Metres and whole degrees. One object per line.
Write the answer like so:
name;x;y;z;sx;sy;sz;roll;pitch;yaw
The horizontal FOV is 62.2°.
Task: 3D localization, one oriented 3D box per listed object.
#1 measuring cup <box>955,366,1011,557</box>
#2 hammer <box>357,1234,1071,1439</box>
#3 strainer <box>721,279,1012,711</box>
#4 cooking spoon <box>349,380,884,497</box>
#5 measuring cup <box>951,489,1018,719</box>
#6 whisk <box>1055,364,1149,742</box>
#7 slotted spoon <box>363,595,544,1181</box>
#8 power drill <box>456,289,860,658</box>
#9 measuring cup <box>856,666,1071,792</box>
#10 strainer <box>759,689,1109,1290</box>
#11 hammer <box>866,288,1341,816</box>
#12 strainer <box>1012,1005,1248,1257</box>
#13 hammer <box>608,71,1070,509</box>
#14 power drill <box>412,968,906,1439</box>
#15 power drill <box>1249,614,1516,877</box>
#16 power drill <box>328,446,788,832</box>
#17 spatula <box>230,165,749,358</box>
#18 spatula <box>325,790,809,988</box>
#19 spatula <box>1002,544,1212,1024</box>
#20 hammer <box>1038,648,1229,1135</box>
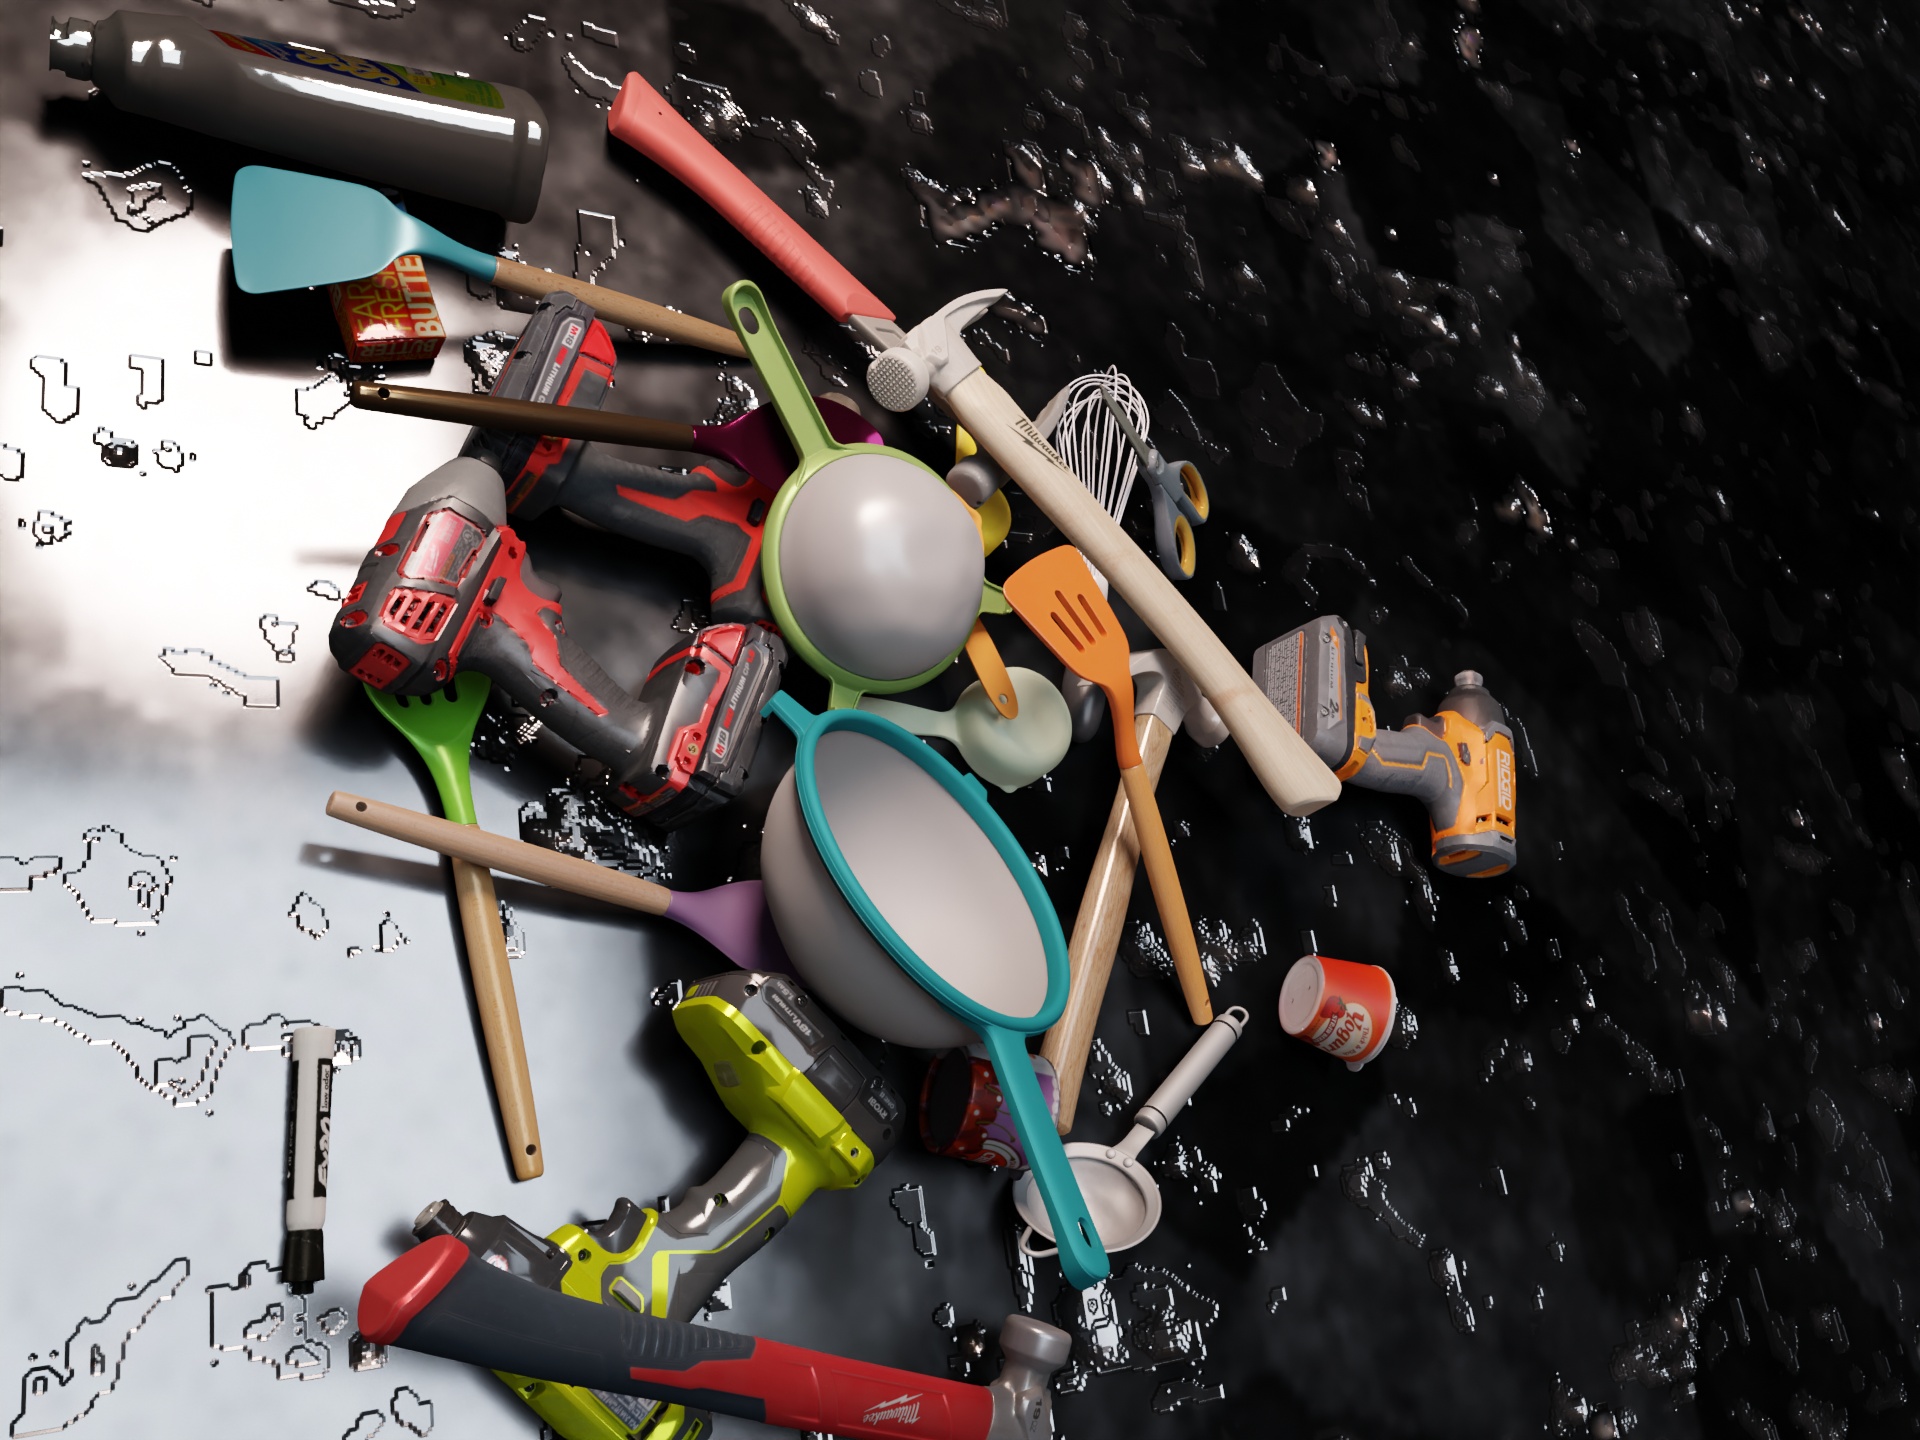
measuring cup;0.011;-0.184;1.093;0.062;0.029;0.157;17;64;-25
hammer;-0.101;0.321;0.739;0.386;0.038;0.143;29;71;-36
strainer;-0.058;-0.138;0.912;0.151;0.069;0.256;-35;106;-30
cooking spoon;-0.175;-0.160;0.884;0.318;0.017;0.069;1;85;-37
measuring cup;-0.016;-0.071;1.015;0.095;0.052;0.174;-23;83;-34
whisk;0.093;-0.118;1.105;0.070;0.070;0.285;16;68;-26
slotted spoon;-0.255;0.081;0.825;0.070;0.031;0.314;-7;76;-36
power drill;-0.164;-0.160;0.950;0.226;0.080;0.188;28;58;-22
measuring cup;-0.002;-0.003;1.004;0.167;0.038;0.083;8;67;-31
strainer;-0.020;0.152;0.847;0.210;0.095;0.341;26;33;-49
hammer;0.113;-0.104;1.045;0.410;0.038;0.146;48;43;-7
strainer;0.113;0.252;0.970;0.087;0.050;0.258;22;40;30
hammer;-0.085;-0.298;1.064;0.359;0.036;0.149;42;45;-6
power drill;-0.145;0.237;0.793;0.171;0.080;0.223;49;56;-12
power drill;0.322;0.007;1.176;0.226;0.084;0.164;23;59;-26
power drill;-0.209;-0.045;0.851;0.219;0.078;0.143;32;54;-26
spatula;-0.259;-0.255;0.941;0.317;0.044;0.082;8;64;-41
spatula;-0.181;0.089;0.853;0.315;0.018;0.060;22;56;-32
spatula;0.105;0.049;0.993;0.081;0.041;0.322;-35;115;-45
hammer;0.096;0.099;1.013;0.129;0.031;0.331;40;56;-36
